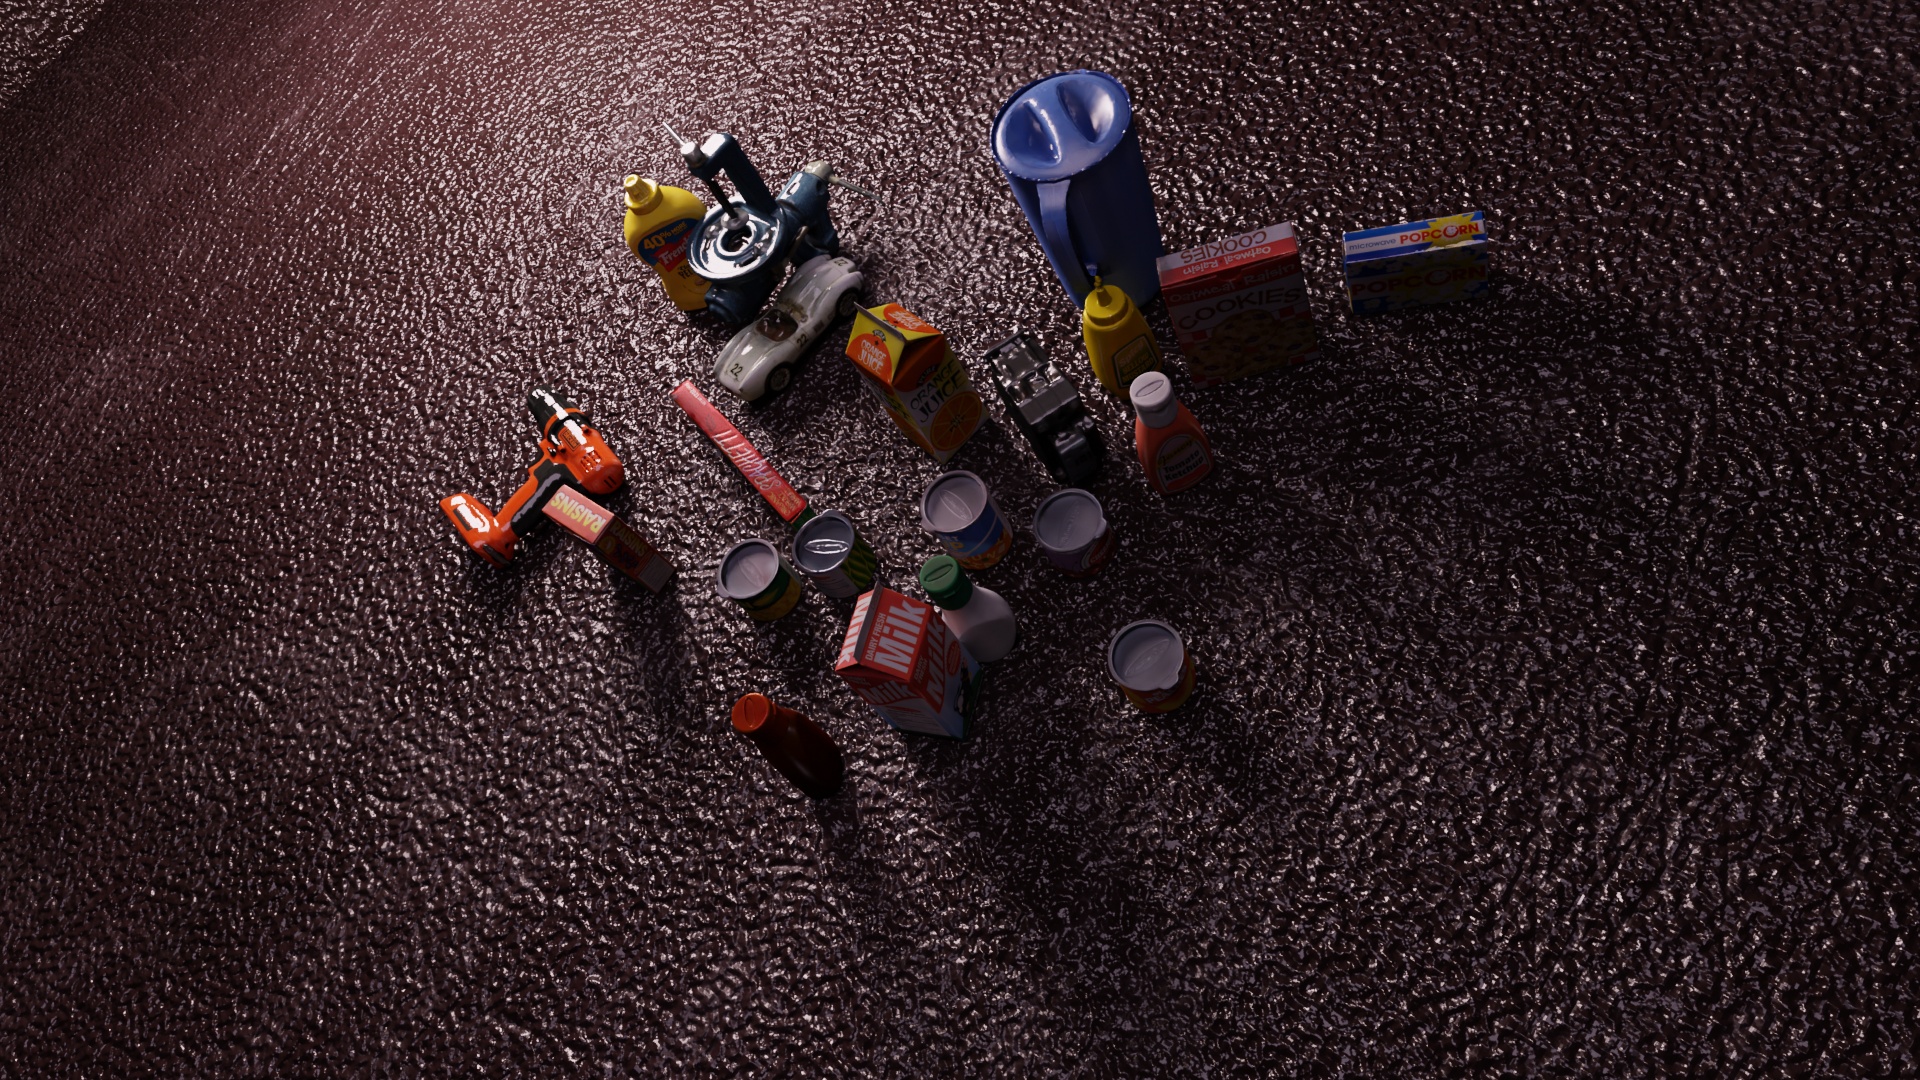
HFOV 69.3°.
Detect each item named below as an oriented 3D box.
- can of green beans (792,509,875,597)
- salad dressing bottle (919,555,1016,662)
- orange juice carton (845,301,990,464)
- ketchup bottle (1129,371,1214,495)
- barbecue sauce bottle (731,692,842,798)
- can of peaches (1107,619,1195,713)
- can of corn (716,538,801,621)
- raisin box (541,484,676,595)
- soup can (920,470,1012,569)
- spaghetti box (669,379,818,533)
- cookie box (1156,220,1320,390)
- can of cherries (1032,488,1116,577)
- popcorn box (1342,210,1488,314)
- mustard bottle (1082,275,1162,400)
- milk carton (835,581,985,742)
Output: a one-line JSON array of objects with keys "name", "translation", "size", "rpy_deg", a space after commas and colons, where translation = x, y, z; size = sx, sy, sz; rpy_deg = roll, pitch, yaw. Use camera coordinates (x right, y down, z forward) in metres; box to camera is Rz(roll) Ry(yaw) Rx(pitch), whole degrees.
[{"name": "can of green beans", "translation": [-0.124, 0.016, 1.371], "size": [0.071, 0.057, 0.071], "rpy_deg": [-9, 60, 16]}, {"name": "salad dressing bottle", "translation": [0.006, 0.061, 1.241], "size": [0.064, 0.147, 0.044], "rpy_deg": [-28, 56, 5]}, {"name": "orange juice carton", "translation": [-0.046, -0.163, 1.359], "size": [0.073, 0.192, 0.072], "rpy_deg": [-47, 57, -7]}, {"name": "ketchup bottle", "translation": [0.187, -0.098, 1.260], "size": [0.065, 0.148, 0.044], "rpy_deg": [-29, 56, 4]}, {"name": "barbecue sauce bottle", "translation": [-0.154, 0.179, 1.237], "size": [0.043, 0.148, 0.065], "rpy_deg": [-21, 57, 10]}, {"name": "can of peaches", "translation": [0.168, 0.112, 1.204], "size": [0.071, 0.058, 0.071], "rpy_deg": [-9, 60, 16]}, {"name": "can of corn", "translation": [-0.202, 0.042, 1.386], "size": [0.071, 0.058, 0.071], "rpy_deg": [-9, 60, 16]}, {"name": "raisin box", "translation": [-0.361, 0.001, 1.432], "size": [0.086, 0.123, 0.040], "rpy_deg": [28, 76, 31]}, {"name": "soup can", "translation": [0.005, -0.017, 1.324], "size": [0.071, 0.083, 0.071], "rpy_deg": [-9, 60, 16]}, {"name": "spaghetti box", "translation": [-0.227, -0.086, 1.473], "size": [0.029, 0.050, 0.251], "rpy_deg": [-43, 56, -5]}, {"name": "cookie box", "translation": [0.259, -0.213, 1.285], "size": [0.123, 0.167, 0.040], "rpy_deg": [-14, 59, 14]}, {"name": "can of cherries", "translation": [0.109, -0.005, 1.292], "size": [0.071, 0.058, 0.072], "rpy_deg": [-9, 60, 16]}, {"name": "popcorn box", "translation": [0.425, -0.257, 1.295], "size": [0.126, 0.085, 0.038], "rpy_deg": [-6, 61, 18]}, {"name": "mustard bottle", "translation": [0.148, -0.197, 1.323], "size": [0.065, 0.159, 0.049], "rpy_deg": [-37, 56, -1]}, {"name": "milk carton", "translation": [-0.048, 0.107, 1.211], "size": [0.073, 0.190, 0.072], "rpy_deg": [5, 65, 24]}]
